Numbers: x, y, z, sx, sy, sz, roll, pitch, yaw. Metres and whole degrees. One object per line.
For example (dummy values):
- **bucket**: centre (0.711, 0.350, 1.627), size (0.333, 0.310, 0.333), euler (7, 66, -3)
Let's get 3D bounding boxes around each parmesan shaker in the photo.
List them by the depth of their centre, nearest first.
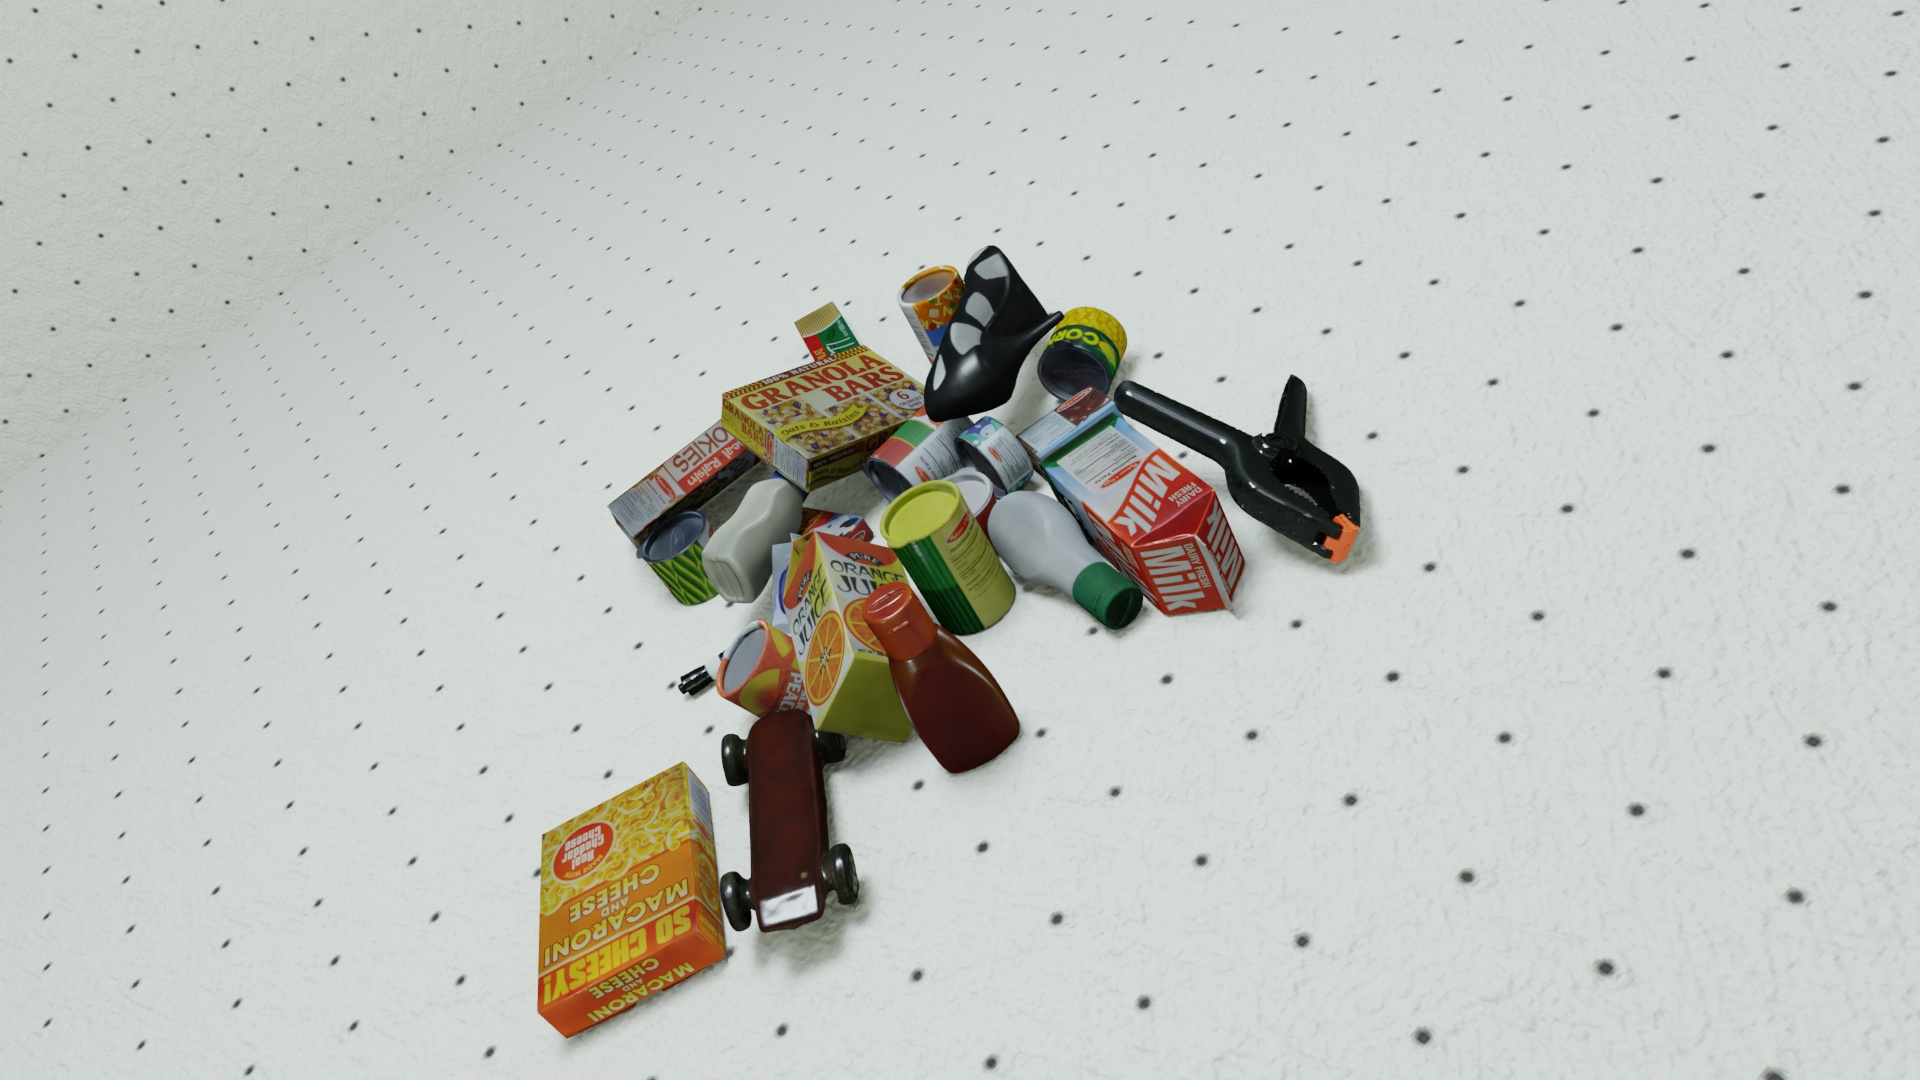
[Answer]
- **parmesan shaker**: centre (-0.010, 0.016, 1.046), size (0.071, 0.102, 0.072), euler (-19, 36, 15)

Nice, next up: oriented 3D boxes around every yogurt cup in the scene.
- **yogurt cup**: centre (0.004, -0.014, 1.114), size (0.072, 0.053, 0.073), euler (-19, 37, 15)

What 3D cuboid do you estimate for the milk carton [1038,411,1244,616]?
- **milk carton**: centre (0.138, -0.014, 1.004), size (0.073, 0.072, 0.191), euler (-34, 34, -5)

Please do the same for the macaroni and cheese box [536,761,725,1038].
- **macaroni and cheese box**: centre (-0.232, 0.248, 0.975), size (0.124, 0.040, 0.167), euler (-28, 35, 3)

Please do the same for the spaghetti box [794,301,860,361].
- **spaghetti box**: centre (-0.119, -0.180, 1.425), size (0.050, 0.028, 0.251), euler (-30, 35, -1)

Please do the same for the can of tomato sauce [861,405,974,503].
- **can of tomato sauce**: centre (-0.032, -0.073, 1.201), size (0.083, 0.071, 0.071), euler (-46, 38, -22)

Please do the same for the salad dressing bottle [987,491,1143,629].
- **salad dressing bottle**: centre (0.077, 0.014, 1.029), size (0.044, 0.064, 0.148), euler (1, 27, -36)

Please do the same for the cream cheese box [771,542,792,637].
- **cream cheese box**: centre (-0.126, 0.047, 1.128), size (0.053, 0.024, 0.104), euler (-9, 52, 3)

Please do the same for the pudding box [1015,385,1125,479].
- **pudding box**: centre (0.093, -0.090, 1.164), size (0.084, 0.030, 0.050), euler (-36, 35, -8)

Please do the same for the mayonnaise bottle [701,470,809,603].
- **mayonnaise bottle**: centre (-0.167, -0.016, 1.189), size (0.041, 0.064, 0.149), euler (2, 42, 25)

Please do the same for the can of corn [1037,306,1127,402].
- **can of corn**: centre (0.106, -0.163, 1.209), size (0.071, 0.071, 0.058), euler (-4, 42, 32)

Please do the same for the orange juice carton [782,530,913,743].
- **orange juice carton**: centre (-0.080, 0.057, 1.039), size (0.072, 0.072, 0.193), euler (-63, 29, 27)

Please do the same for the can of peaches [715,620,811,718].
- **can of peaches**: centre (-0.144, 0.103, 1.055), size (0.071, 0.058, 0.071), euler (-37, 34, 30)

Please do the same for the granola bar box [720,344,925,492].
- **granola bar box**: centre (-0.111, -0.112, 1.244), size (0.166, 0.038, 0.124), euler (-26, 49, -38)

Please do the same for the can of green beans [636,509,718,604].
- **can of green beans**: centre (-0.244, 0.016, 1.250), size (0.071, 0.057, 0.071), euler (-19, 37, 15)

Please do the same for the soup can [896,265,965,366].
- **soup can**: centre (-0.013, -0.216, 1.346), size (0.071, 0.083, 0.072), euler (-19, 36, 15)

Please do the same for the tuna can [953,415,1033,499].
- **tuna can**: centre (0.027, -0.069, 1.156), size (0.033, 0.070, 0.071), euler (-40, 36, -14)

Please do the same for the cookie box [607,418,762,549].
- **cookie box**: centre (-0.250, -0.060, 1.312), size (0.168, 0.040, 0.122), euler (-39, 0, -12)

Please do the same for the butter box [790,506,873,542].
- **butter box**: centre (-0.130, -0.002, 1.219), size (0.103, 0.024, 0.053), euler (10, 51, 42)

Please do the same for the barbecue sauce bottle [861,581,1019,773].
- **barbecue sauce bottle**: centre (-0.016, 0.090, 0.921), size (0.065, 0.148, 0.044), euler (-31, 36, 0)
